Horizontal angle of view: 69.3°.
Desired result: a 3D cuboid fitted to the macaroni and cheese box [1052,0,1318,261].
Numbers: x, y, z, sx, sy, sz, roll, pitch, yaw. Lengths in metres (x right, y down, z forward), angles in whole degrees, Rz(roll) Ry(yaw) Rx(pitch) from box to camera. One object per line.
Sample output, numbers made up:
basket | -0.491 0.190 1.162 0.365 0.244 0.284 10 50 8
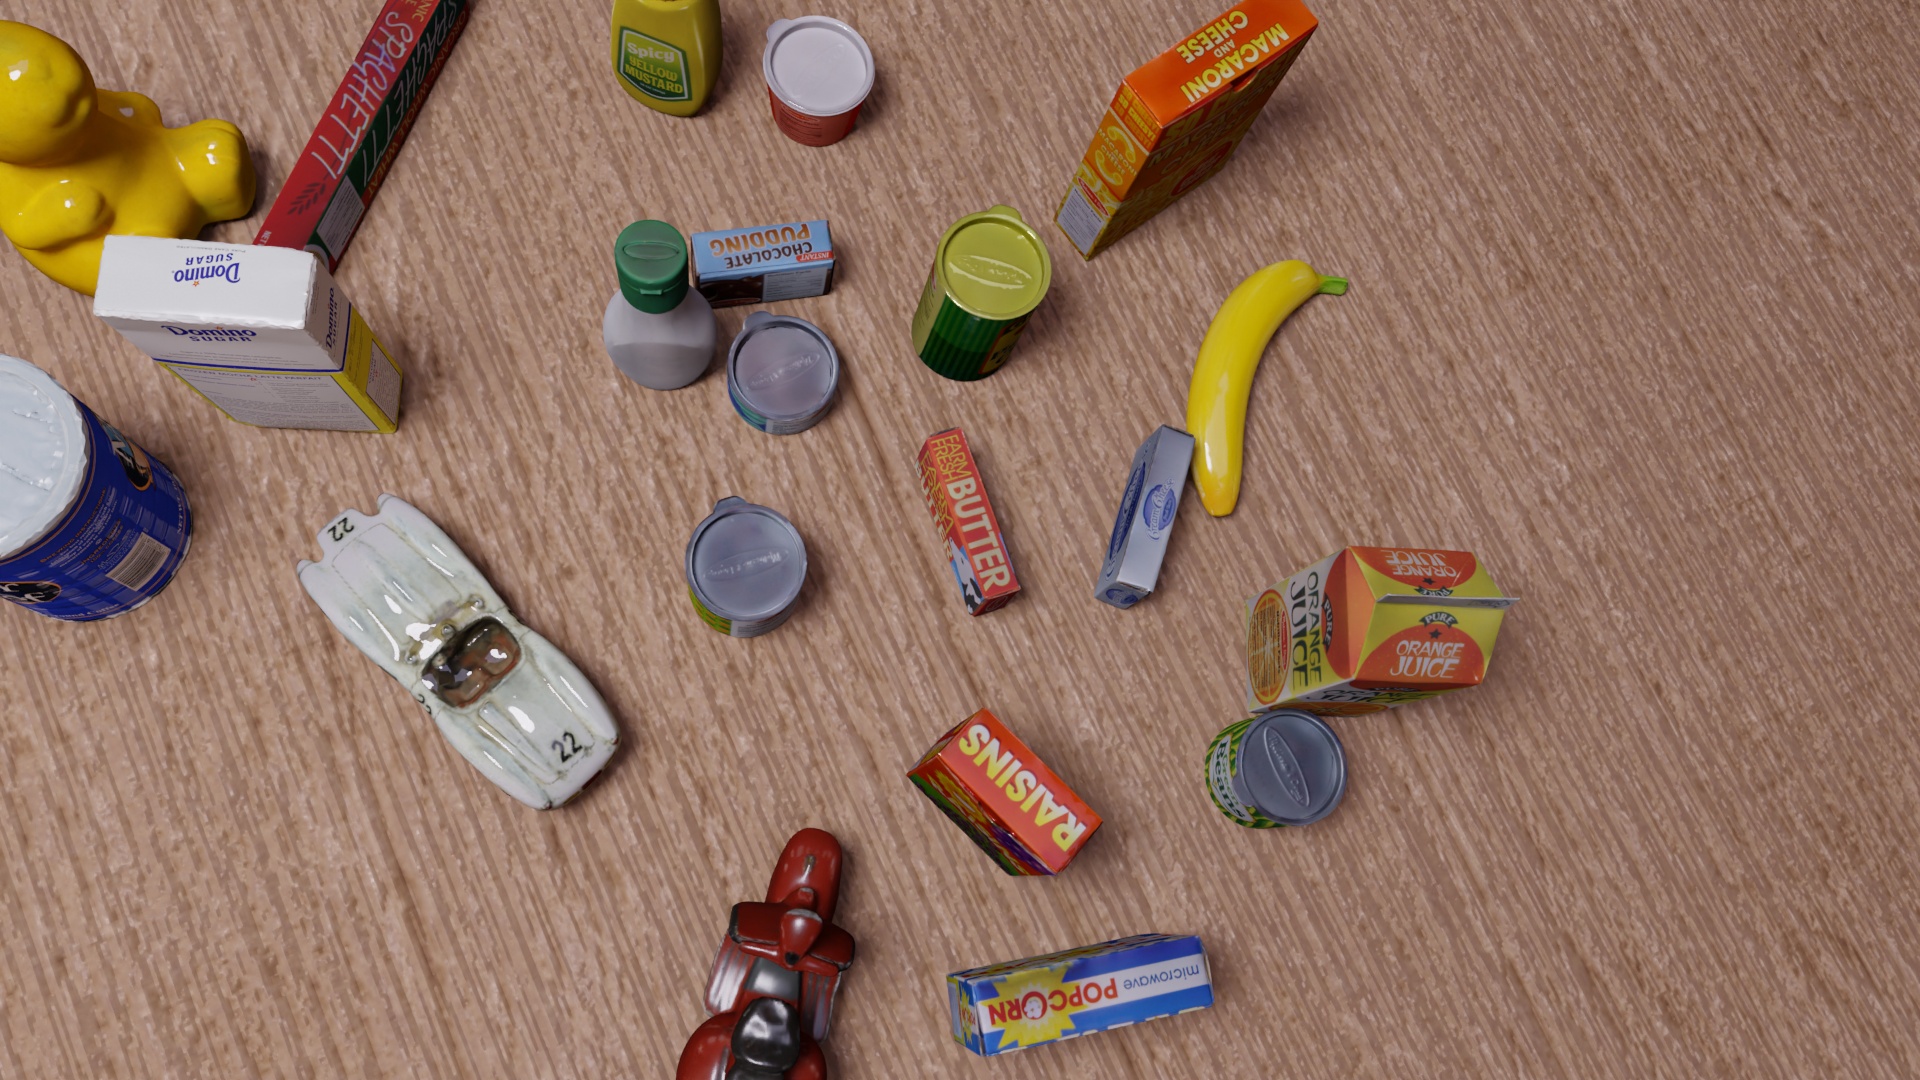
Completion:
macaroni and cheese box | 0.132 -0.249 0.841 0.124 0.166 0.040 -37 85 -16

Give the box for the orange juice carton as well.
orange juice carton | 0.225 0.050 0.766 0.072 0.192 0.073 4 76 -9

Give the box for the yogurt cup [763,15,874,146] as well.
yogurt cup | -0.090 -0.284 0.870 0.072 0.053 0.072 2 75 -9

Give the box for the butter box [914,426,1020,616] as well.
butter box | 0.003 -0.010 0.815 0.024 0.053 0.103 -17 79 -14

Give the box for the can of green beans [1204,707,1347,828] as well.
can of green beans | 0.182 0.133 0.807 0.071 0.057 0.071 2 75 -9

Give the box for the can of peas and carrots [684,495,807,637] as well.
can of peas and carrots | -0.122 0.016 0.784 0.071 0.058 0.071 2 75 -9

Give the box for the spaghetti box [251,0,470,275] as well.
spaghetti box | -0.353 -0.231 0.811 0.029 0.050 0.251 21 73 -4

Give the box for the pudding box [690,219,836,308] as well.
pudding box | -0.120 -0.166 0.836 0.084 0.049 0.030 -9 78 -12

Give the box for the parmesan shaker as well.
parmesan shaker | 0.011 -0.144 0.826 0.071 0.102 0.071 2 76 -9

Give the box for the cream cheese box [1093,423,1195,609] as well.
cream cheese box | 0.110 -0.013 0.835 0.024 0.053 0.104 20 73 -5

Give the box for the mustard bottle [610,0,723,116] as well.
mustard bottle | -0.172 -0.308 0.806 0.065 0.159 0.049 19 74 -5

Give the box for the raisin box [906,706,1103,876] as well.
raisin box | 0.020 0.137 0.743 0.086 0.123 0.040 45 73 3

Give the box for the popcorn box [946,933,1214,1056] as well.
popcorn box | 0.062 0.241 0.744 0.127 0.085 0.038 -8 78 -12

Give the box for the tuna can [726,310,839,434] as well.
tuna can | -0.108 -0.100 0.830 0.071 0.032 0.071 2 75 -9

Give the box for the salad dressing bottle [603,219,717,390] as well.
salad dressing bottle | -0.167 -0.128 0.767 0.064 0.147 0.044 1 76 -10
